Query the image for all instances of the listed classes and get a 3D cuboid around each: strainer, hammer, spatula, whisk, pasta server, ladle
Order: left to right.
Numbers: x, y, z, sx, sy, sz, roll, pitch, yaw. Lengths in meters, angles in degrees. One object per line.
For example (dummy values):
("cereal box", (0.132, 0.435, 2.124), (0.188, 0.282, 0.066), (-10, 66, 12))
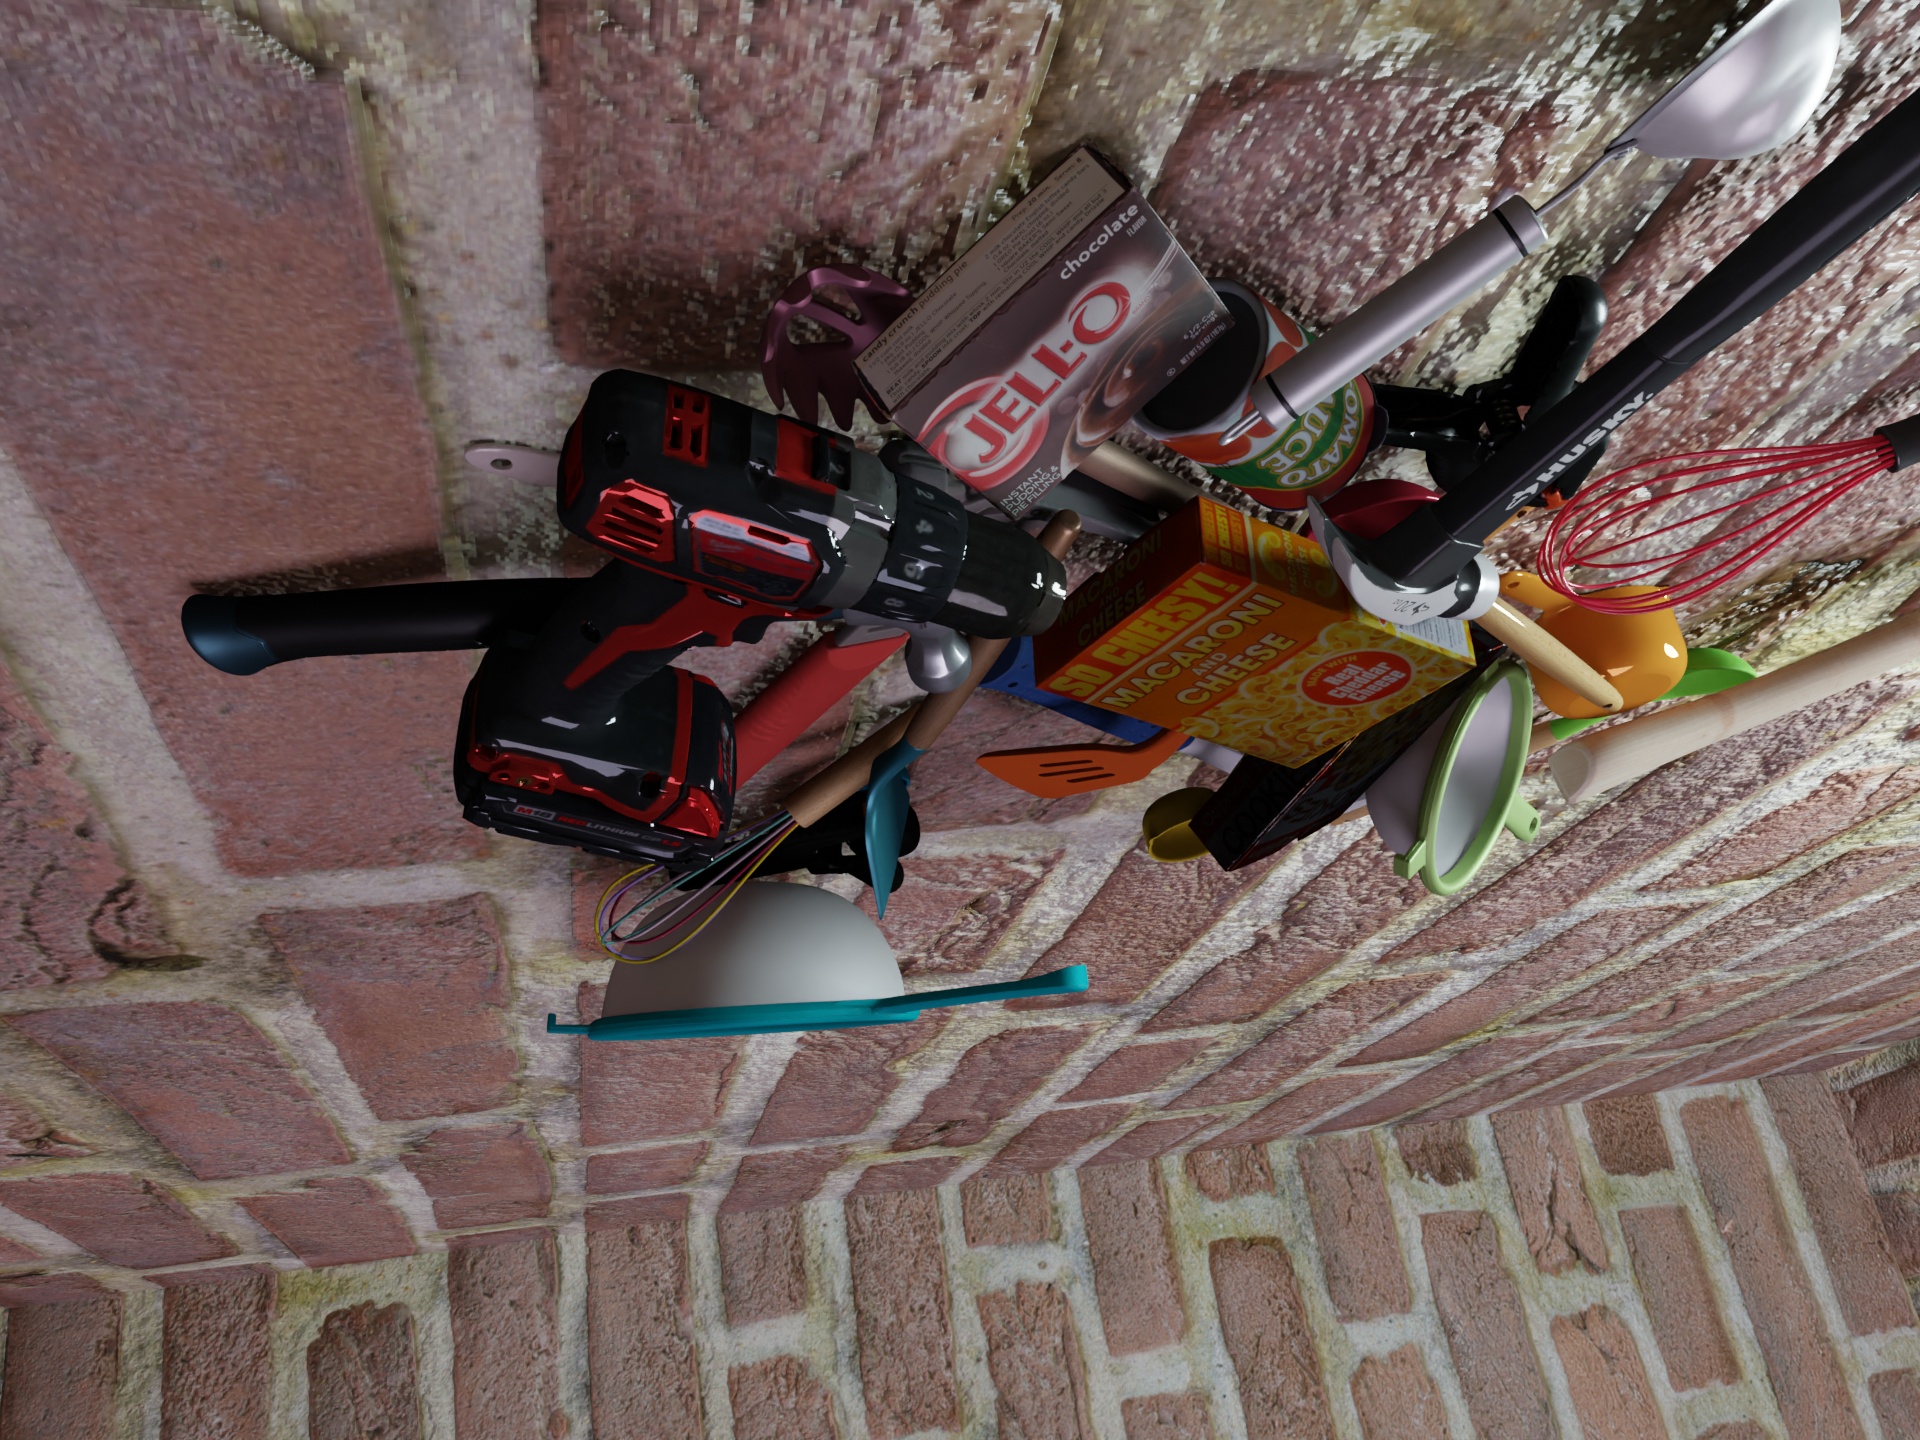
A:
("hammer", (-0.165, -0.047, 0.682), (0.331, 0.033, 0.128), (-4, 147, 4))
("whisk", (-0.115, 0.063, 0.918), (0.245, 0.047, 0.051), (-35, 152, 9))
("strainer", (-0.079, 0.142, 0.993), (0.340, 0.095, 0.210), (-12, 165, 28))
("hammer", (-0.059, -0.025, 0.816), (0.149, 0.037, 0.359), (8, 150, -34))
("spatula", (-0.001, -0.003, 0.787), (0.044, 0.082, 0.317), (21, 144, -11))
("pasta server", (0.038, -0.115, 0.653), (0.316, 0.040, 0.060), (15, 122, -46))
("hammer", (0.143, 0.010, 0.971), (0.144, 0.035, 0.405), (-25, 152, 31))
("spatula", (0.156, -0.035, 0.837), (0.322, 0.041, 0.081), (-34, 146, 20))
("strainer", (0.323, 0.040, 1.039), (0.069, 0.151, 0.256), (19, 177, 33))
("ladle", (0.268, -0.056, 0.804), (0.069, 0.031, 0.315), (-23, 148, 37))
("strainer", (0.193, -0.166, 0.523), (0.258, 0.050, 0.087), (-35, 180, 22))
("hammer", (0.272, -0.149, 0.590), (0.146, 0.035, 0.334), (2, 144, -47))
("whisk", (0.425, -0.122, 0.764), (0.296, 0.073, 0.073), (-21, 154, 12))
("hammer", (0.553, -0.042, 0.943), (0.410, 0.038, 0.146), (-24, 154, 11))

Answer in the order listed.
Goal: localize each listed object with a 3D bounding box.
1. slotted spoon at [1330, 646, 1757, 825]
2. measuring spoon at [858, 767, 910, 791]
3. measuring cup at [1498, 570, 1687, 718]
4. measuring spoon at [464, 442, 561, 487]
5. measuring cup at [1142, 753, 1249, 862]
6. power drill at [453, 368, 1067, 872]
("slotted spoon", (0.382, 0.015, 1.087), (0.070, 0.031, 0.314), (14, 148, -42))
("measuring spoon", (-0.063, 0.041, 0.994), (0.042, 0.021, 0.128), (4, 162, -15))
("measuring cup", (0.353, -0.044, 0.910), (0.095, 0.052, 0.173), (-28, 152, 36))
("measuring spoon", (-0.144, -0.092, 0.657), (0.124, 0.018, 0.034), (10, 150, -36))
("measuring cup", (0.160, 0.035, 0.970), (0.062, 0.029, 0.156), (1, 142, -25))
("power drill", (-0.086, -0.028, 0.619), (0.187, 0.080, 0.226), (16, 141, -26))
